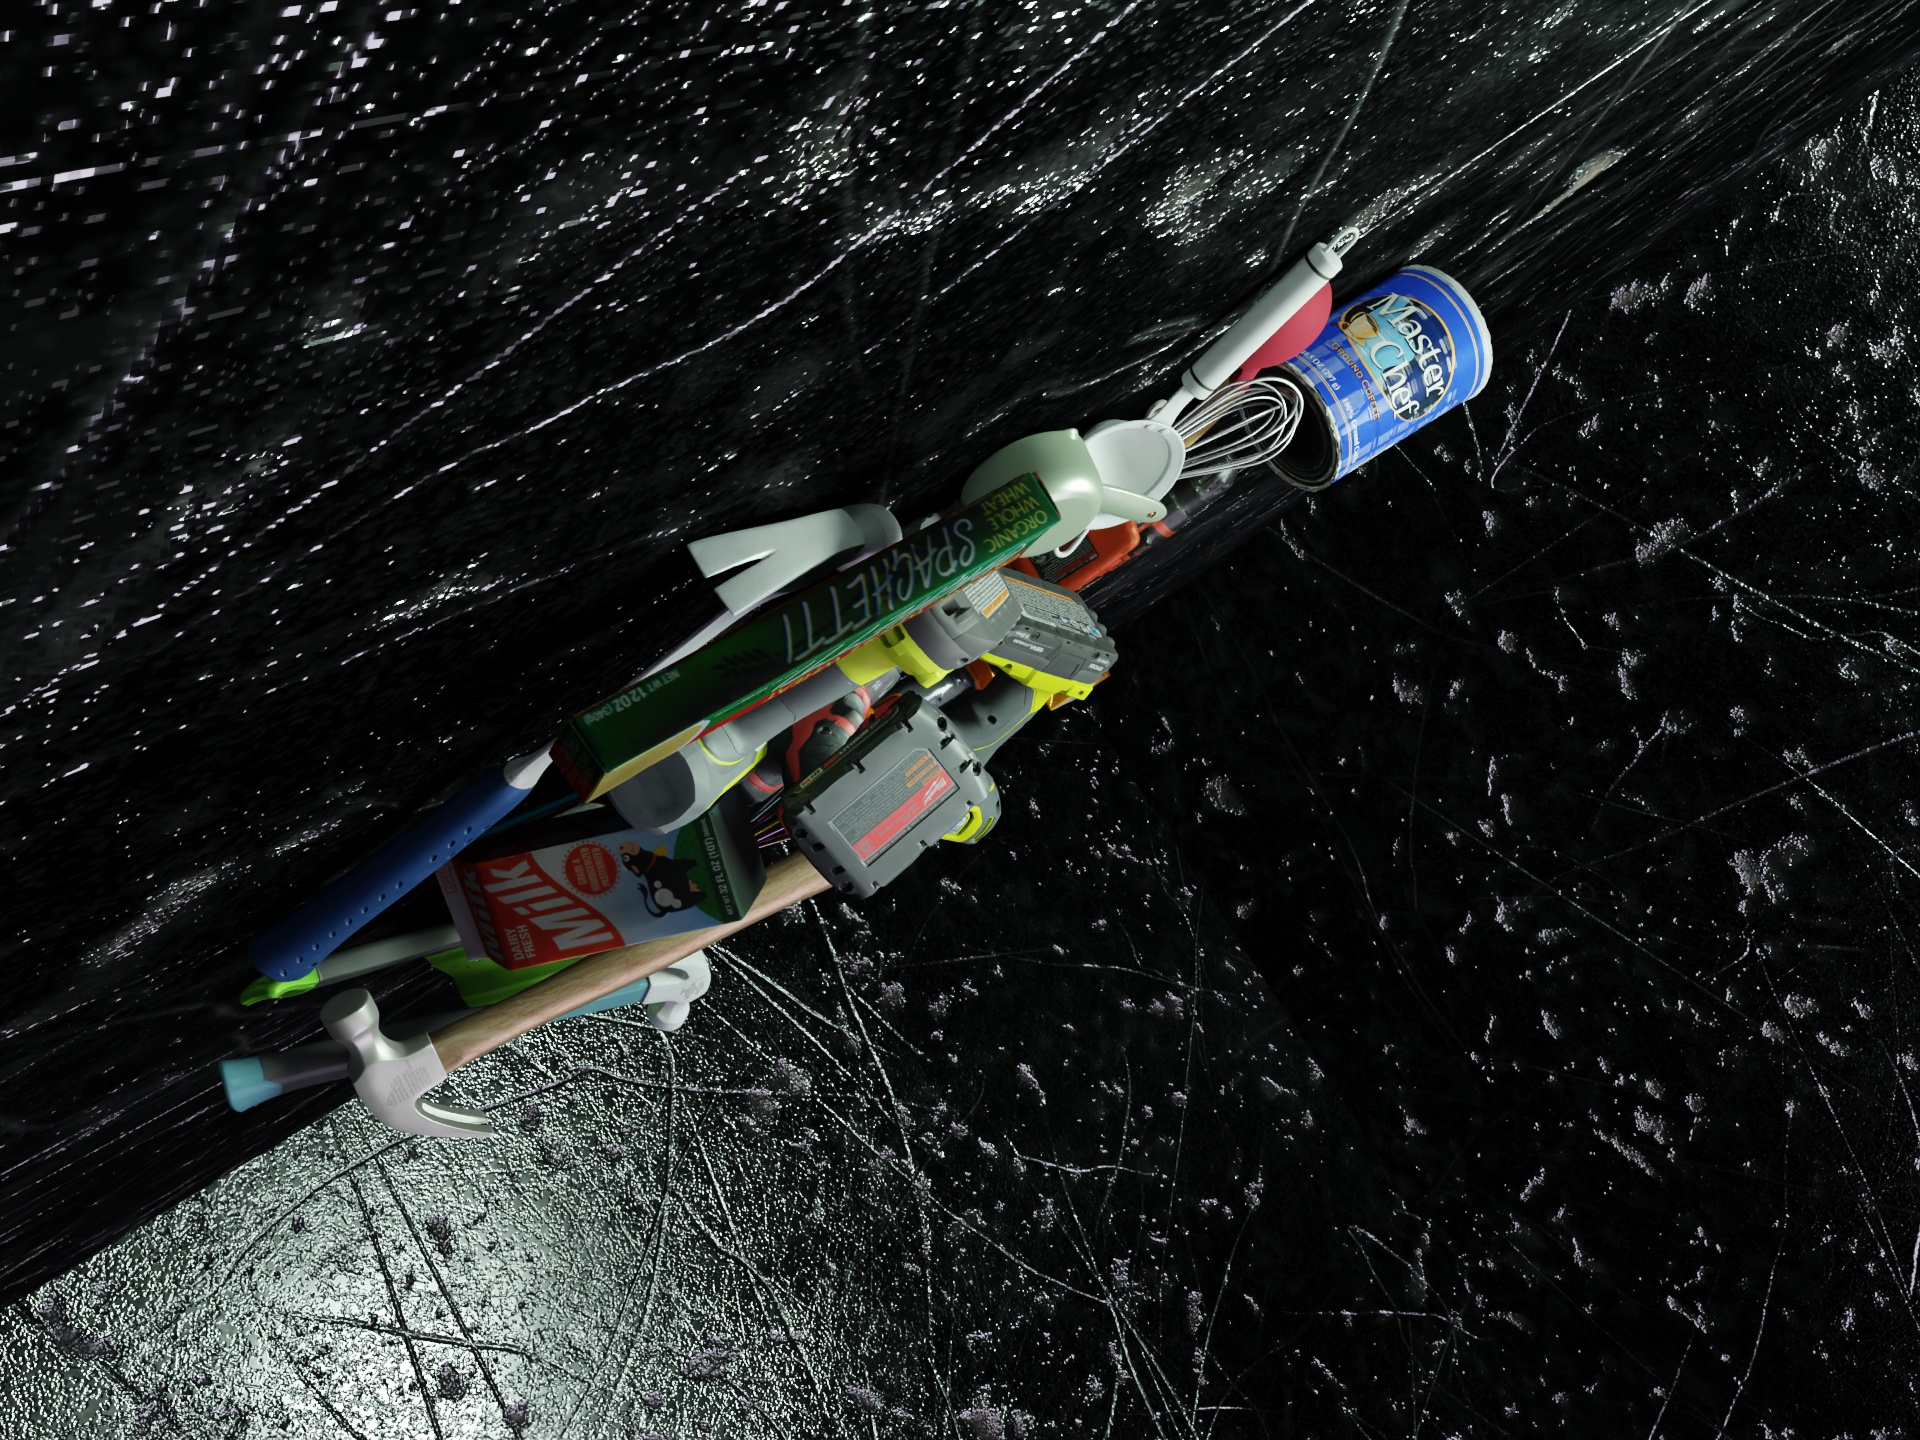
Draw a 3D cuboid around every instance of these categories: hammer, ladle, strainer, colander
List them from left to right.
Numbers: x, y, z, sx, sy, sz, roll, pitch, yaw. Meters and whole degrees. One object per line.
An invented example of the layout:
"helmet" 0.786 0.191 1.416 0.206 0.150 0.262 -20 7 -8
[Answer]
"colander" -0.344 0.185 1.140 0.204 0.094 0.397 -17 177 22
"hammer" -0.322 0.205 1.073 0.331 0.033 0.128 -9 148 -34
"hammer" -0.209 0.021 0.769 0.405 0.035 0.144 -34 177 22
"hammer" -0.233 0.167 1.044 0.331 0.130 0.031 -25 -150 -19
"strainer" 0.131 -0.190 0.912 0.086 0.050 0.258 10 141 -40
"ladle" 0.177 -0.220 1.068 0.069 0.031 0.315 -28 178 -10

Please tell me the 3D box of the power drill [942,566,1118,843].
"power drill" -0.002 -0.004 1.192 0.171 0.080 0.223 14 124 -39

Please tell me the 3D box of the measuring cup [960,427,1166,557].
"measuring cup" 0.072 -0.118 0.906 0.167 0.038 0.083 5 144 -47

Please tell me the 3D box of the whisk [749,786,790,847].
"whisk" -0.150 0.084 1.116 0.245 0.051 0.047 -30 -149 -10

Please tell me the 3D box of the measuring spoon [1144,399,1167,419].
"measuring spoon" 0.126 -0.196 1.067 0.034 0.018 0.124 -33 170 -1

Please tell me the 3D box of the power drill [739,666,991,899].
"power drill" -0.062 0.003 1.035 0.188 0.080 0.227 -40 -153 -6

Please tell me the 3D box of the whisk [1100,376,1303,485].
"whisk" 0.100 -0.151 1.001 0.246 0.058 0.059 -24 136 8

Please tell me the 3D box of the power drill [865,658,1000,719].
"power drill" -0.040 -0.023 1.489 0.226 0.084 0.164 -29 177 -2

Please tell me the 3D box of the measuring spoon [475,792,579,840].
"measuring spoon" -0.246 0.041 0.972 0.128 0.021 0.042 -24 -179 3

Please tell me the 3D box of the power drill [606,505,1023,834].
"power drill" -0.082 -0.029 0.915 0.228 0.080 0.190 -31 -174 17
